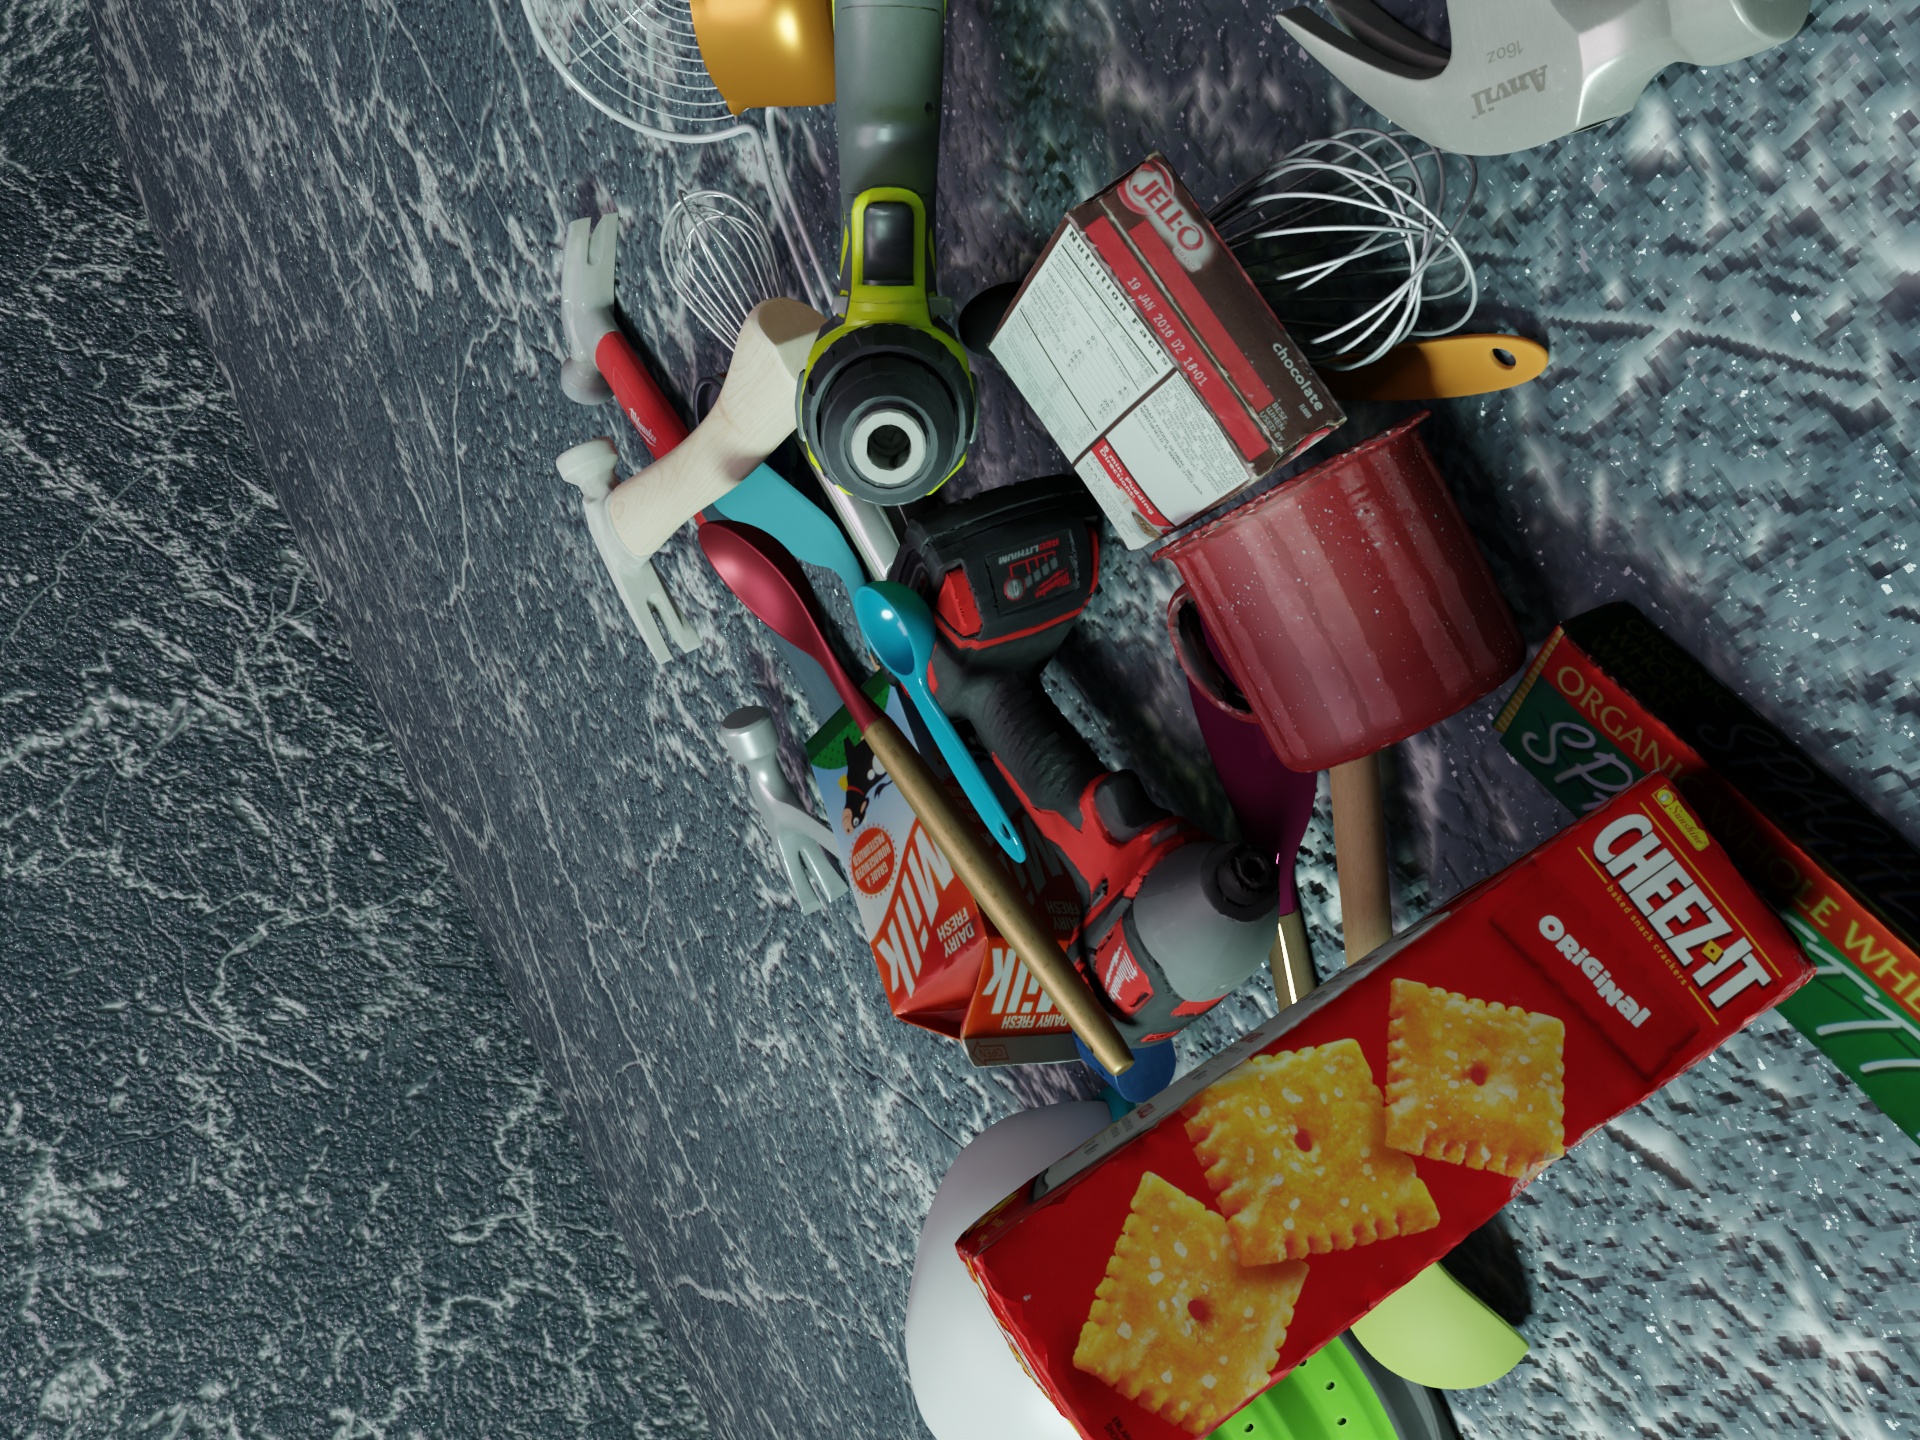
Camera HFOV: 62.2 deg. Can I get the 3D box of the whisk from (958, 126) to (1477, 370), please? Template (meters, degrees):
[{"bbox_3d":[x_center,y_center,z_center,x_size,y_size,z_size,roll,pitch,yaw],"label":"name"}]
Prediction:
[{"bbox_3d":[0.066,-0.144,0.538,0.285,0.070,0.070,16,124,63],"label":"whisk"}]

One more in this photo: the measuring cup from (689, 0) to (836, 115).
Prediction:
[{"bbox_3d":[-0.077,-0.284,0.588,0.052,0.173,0.095,7,99,16],"label":"measuring cup"}]

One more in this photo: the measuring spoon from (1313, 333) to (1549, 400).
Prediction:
[{"bbox_3d":[0.132,-0.109,0.489,0.021,0.011,0.117,48,160,-27],"label":"measuring spoon"}]

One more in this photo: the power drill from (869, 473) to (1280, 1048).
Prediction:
[{"bbox_3d":[0.051,0.017,0.648,0.220,0.078,0.143,62,155,18],"label":"power drill"}]

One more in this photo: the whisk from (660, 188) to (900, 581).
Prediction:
[{"bbox_3d":[-0.082,-0.165,0.809,0.246,0.058,0.059,60,-172,5],"label":"whisk"}]

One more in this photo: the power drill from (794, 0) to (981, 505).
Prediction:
[{"bbox_3d":[-0.024,-0.187,0.535,0.191,0.080,0.228,-98,9,-72],"label":"power drill"}]

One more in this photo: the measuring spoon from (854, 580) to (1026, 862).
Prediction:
[{"bbox_3d":[-0.001,-0.002,0.638,0.128,0.021,0.042,60,157,-7],"label":"measuring spoon"}]

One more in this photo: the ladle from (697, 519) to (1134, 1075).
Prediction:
[{"bbox_3d":[-0.023,0.022,0.684,0.316,0.031,0.069,53,165,25],"label":"ladle"}]

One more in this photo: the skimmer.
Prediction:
[{"bbox_3d":[-0.089,-0.200,0.738,0.127,0.090,0.363,-19,95,46],"label":"skimmer"}]

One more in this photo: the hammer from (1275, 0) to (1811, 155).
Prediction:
[{"bbox_3d":[0.098,-0.301,0.376,0.130,0.031,0.331,-1,109,62],"label":"hammer"}]

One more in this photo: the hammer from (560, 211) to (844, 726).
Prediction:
[{"bbox_3d":[-0.144,-0.133,0.956,0.387,0.038,0.143,55,150,23],"label":"hammer"}]

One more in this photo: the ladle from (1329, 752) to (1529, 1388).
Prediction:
[{"bbox_3d":[0.161,0.102,0.582,0.078,0.062,0.320,18,119,61],"label":"ladle"}]

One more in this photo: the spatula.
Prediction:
[{"bbox_3d":[-0.040,-0.011,0.851,0.317,0.044,0.082,61,158,10],"label":"spatula"}]

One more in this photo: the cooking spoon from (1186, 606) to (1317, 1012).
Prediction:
[{"bbox_3d":[0.133,0.099,0.642,0.069,0.017,0.318,12,120,59],"label":"cooking spoon"}]

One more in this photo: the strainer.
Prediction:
[{"bbox_3d":[0.030,0.248,0.729,0.340,0.095,0.211,101,178,-59],"label":"strainer"}]

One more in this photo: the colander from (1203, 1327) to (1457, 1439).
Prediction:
[{"bbox_3d":[0.167,0.405,0.735,0.397,0.094,0.204,64,154,7],"label":"colander"}]

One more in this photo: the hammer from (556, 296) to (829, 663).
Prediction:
[{"bbox_3d":[-0.136,-0.122,0.840,0.146,0.038,0.411,65,157,-6],"label":"hammer"}]

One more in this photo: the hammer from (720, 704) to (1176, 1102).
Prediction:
[{"bbox_3d":[-0.020,0.107,0.884,0.406,0.035,0.144,27,142,54],"label":"hammer"}]
